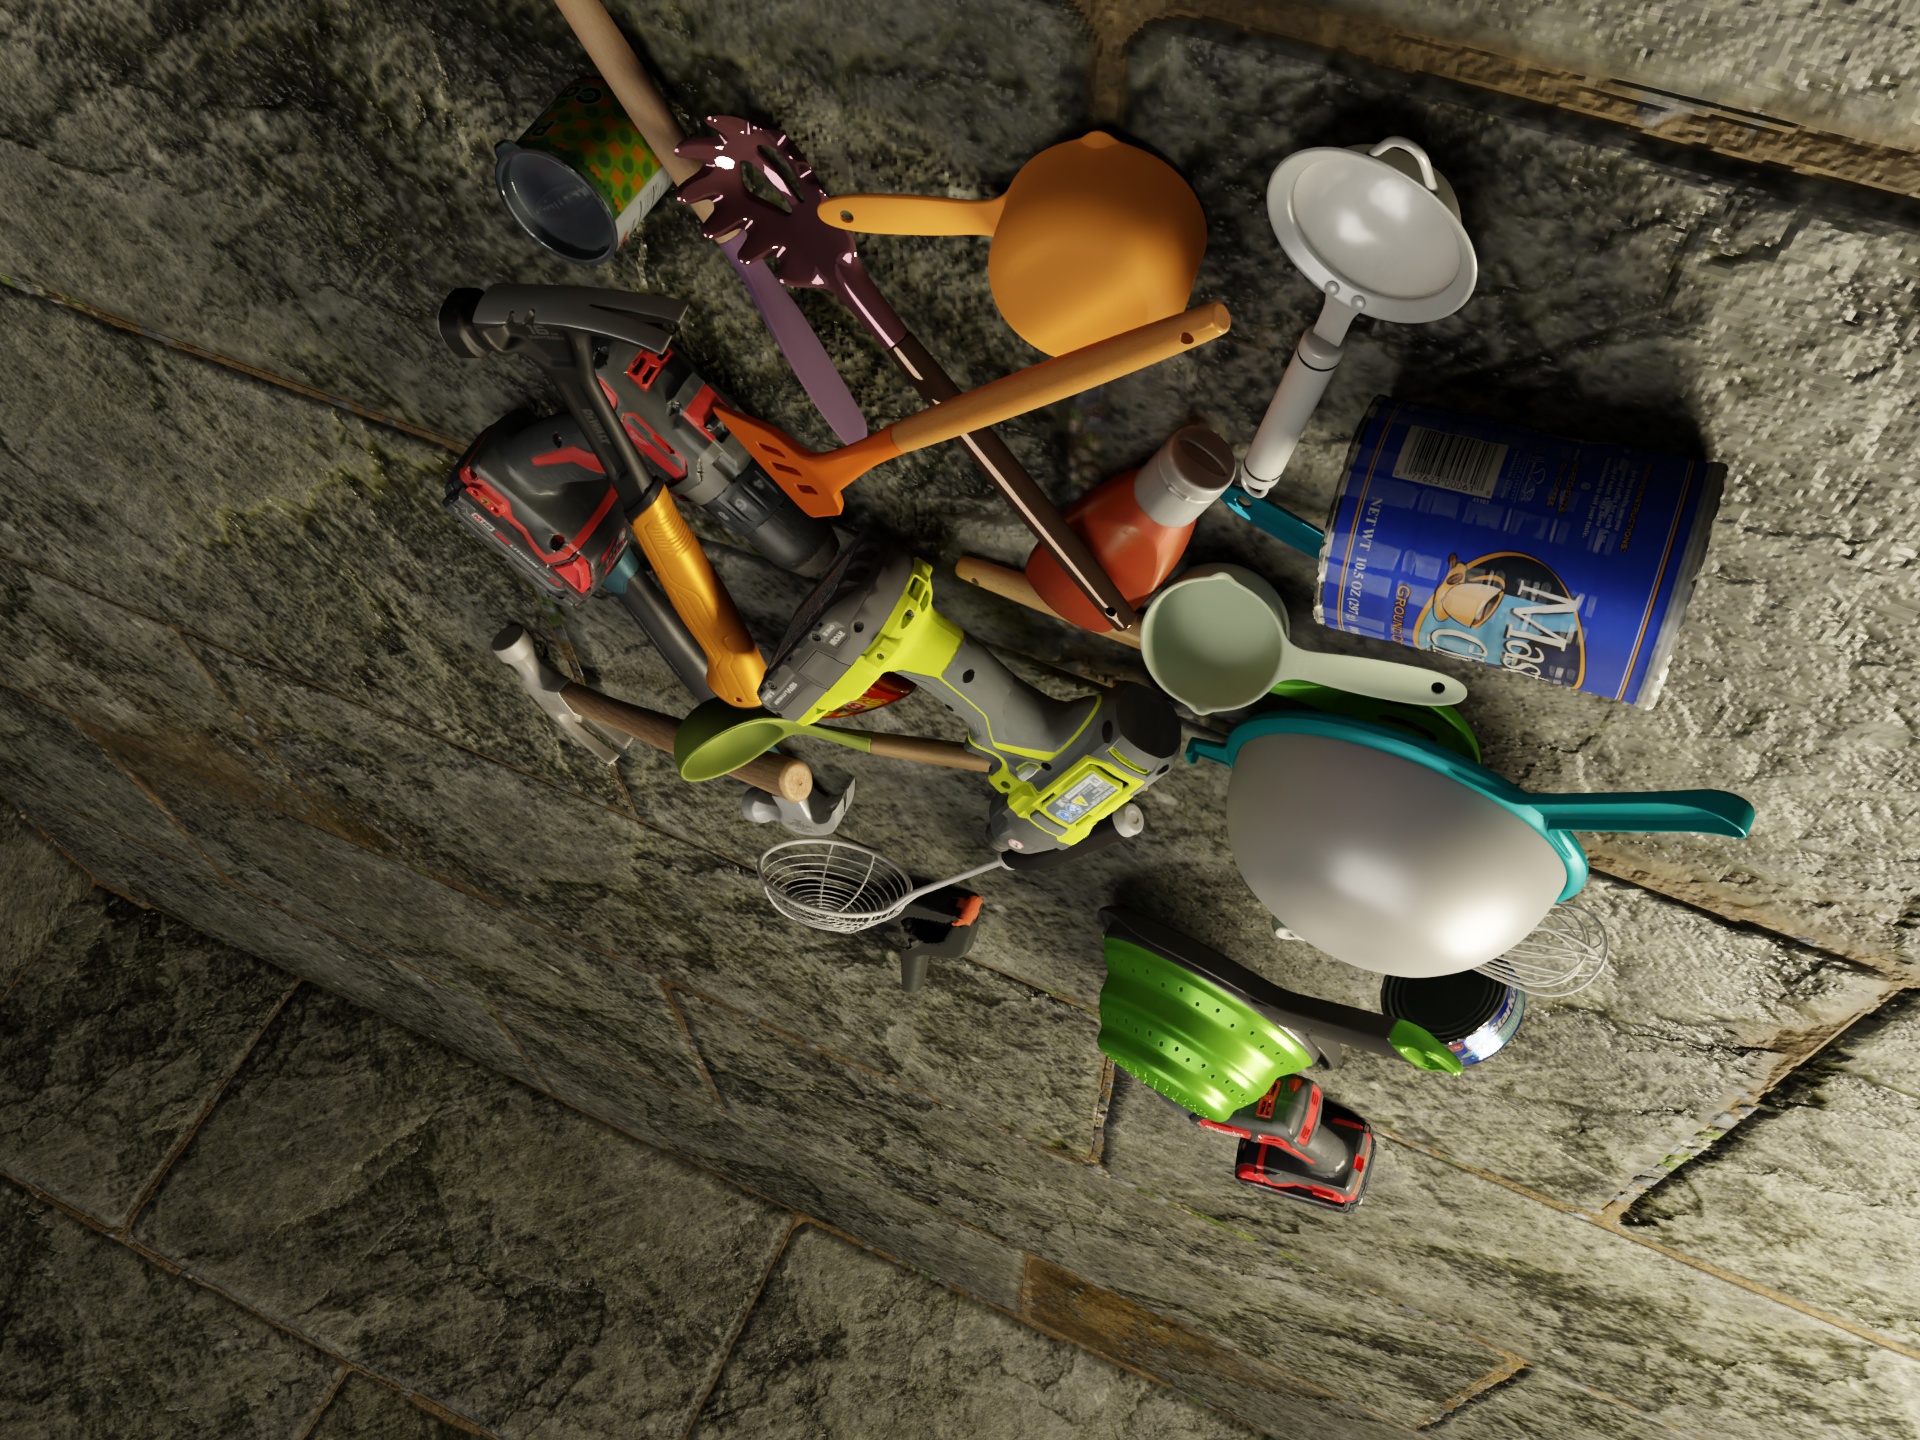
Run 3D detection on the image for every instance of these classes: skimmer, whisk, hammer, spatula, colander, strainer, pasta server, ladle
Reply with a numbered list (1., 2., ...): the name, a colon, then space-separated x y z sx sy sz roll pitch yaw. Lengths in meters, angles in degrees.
1. skimmer: -0.014 0.092 1.208 0.363 0.127 0.090 -24 82 43
2. whisk: 0.298 0.139 1.020 0.057 0.059 0.246 34 158 -33
3. hammer: -0.233 0.008 1.229 0.331 0.031 0.129 17 150 40
4. spatula: -0.007 -0.142 0.727 0.323 0.041 0.081 -9 132 46
5. colander: 0.196 0.227 1.095 0.204 0.094 0.397 36 167 -15
6. strainer: 0.258 0.082 0.840 0.211 0.095 0.340 33 164 -18
7. spatula: -0.124 -0.251 0.754 0.018 0.060 0.315 -22 126 17
8. hammer: -0.162 -0.109 0.895 0.127 0.034 0.336 7 149 18
9. strainer: 0.152 -0.162 0.658 0.087 0.050 0.258 34 159 9
10. pasta server: -0.015 -0.158 0.766 0.060 0.040 0.316 -30 111 33
11. ladle: -0.035 0.030 1.063 0.320 0.062 0.078 8 166 8
12. hammer: -0.183 -0.016 1.204 0.128 0.033 0.330 8 146 35

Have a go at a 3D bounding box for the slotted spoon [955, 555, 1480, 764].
1. slotted spoon: 0.139 -0.037 0.890 0.314 0.031 0.070 21 151 16

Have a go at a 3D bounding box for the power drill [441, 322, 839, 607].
1. power drill: -0.194 -0.139 0.969 0.187 0.080 0.227 43 146 -26

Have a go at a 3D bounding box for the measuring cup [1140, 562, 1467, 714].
1. measuring cup: 0.179 -0.037 0.829 0.167 0.038 0.083 12 120 13

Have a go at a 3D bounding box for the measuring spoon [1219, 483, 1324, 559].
1. measuring spoon: 0.186 -0.089 0.778 0.129 0.021 0.042 31 154 14

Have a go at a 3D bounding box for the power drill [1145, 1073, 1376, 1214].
1. power drill: 0.248 0.331 1.308 0.143 0.079 0.219 6 156 35

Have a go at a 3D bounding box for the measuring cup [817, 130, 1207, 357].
1. measuring cup: 0.015 -0.197 0.676 0.173 0.052 0.095 8 149 13

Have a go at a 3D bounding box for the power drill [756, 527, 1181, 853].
1. power drill: -0.002 -0.003 0.967 0.223 0.080 0.171 32 139 -14
